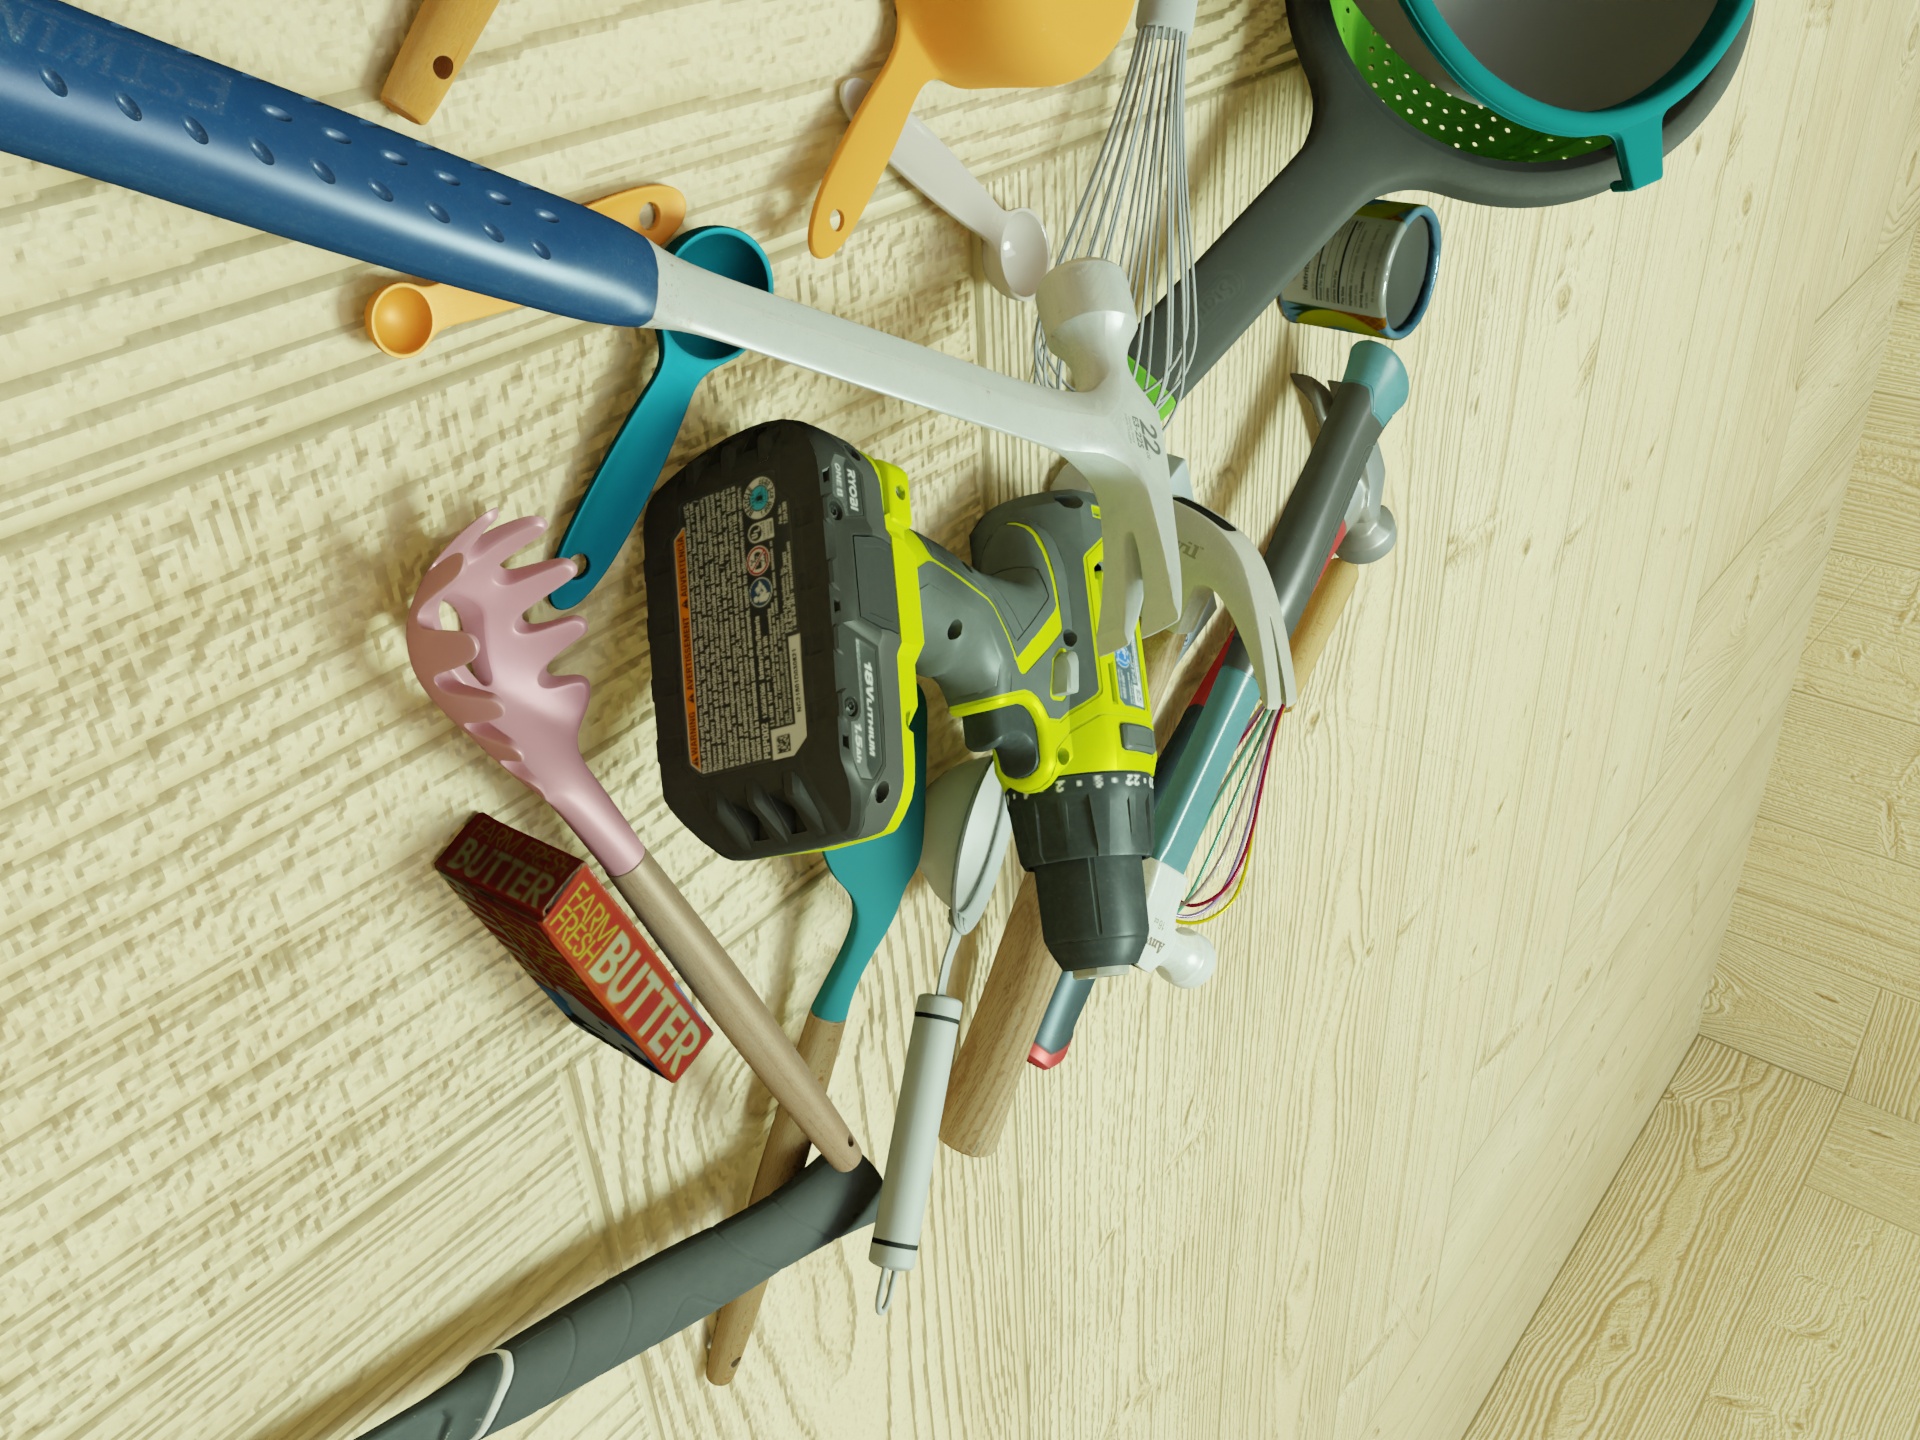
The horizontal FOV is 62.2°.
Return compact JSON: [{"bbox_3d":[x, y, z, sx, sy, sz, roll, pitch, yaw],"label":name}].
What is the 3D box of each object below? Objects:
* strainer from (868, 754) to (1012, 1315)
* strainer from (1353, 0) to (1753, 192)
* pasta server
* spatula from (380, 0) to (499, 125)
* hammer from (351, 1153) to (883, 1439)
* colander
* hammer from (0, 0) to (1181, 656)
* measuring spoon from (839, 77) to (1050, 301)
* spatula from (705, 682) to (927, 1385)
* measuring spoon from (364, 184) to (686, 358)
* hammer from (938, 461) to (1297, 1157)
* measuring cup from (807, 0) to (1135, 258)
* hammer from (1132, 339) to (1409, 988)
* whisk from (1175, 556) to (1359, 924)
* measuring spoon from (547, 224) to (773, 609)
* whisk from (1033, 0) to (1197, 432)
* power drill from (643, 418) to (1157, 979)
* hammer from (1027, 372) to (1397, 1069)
[{"bbox_3d":[-0.010,0.111,0.659,0.086,0.050,0.258,59,40,-69],"label":"strainer"},{"bbox_3d":[0.159,-0.353,0.596,0.340,0.095,0.211,21,88,-26],"label":"strainer"},{"bbox_3d":[-0.092,0.063,0.529,0.060,0.040,0.315,-77,151,-44],"label":"pasta server"},{"bbox_3d":[-0.073,-0.299,0.406,0.081,0.041,0.322,29,88,-56],"label":"spatula"},{"bbox_3d":[-0.175,0.238,0.526,0.409,0.036,0.149,-17,123,-45],"label":"hammer"},{"bbox_3d":[0.188,-0.264,0.725,0.397,0.204,0.094,-47,179,-3],"label":"colander"},{"bbox_3d":[-0.074,-0.108,0.420,0.405,0.035,0.144,7,65,-45],"label":"hammer"},{"bbox_3d":[-0.007,-0.190,0.570,0.124,0.018,0.034,27,74,-50],"label":"measuring spoon"},{"bbox_3d":[-0.068,0.138,0.658,0.082,0.044,0.317,-5,117,-55],"label":"spatula"},{"bbox_3d":[-0.120,-0.129,0.447,0.117,0.011,0.021,-41,137,-40],"label":"measuring spoon"},{"bbox_3d":[0.052,0.059,0.719,0.031,0.130,0.331,-12,126,-54],"label":"hammer"},{"bbox_3d":[0.006,-0.220,0.519,0.095,0.052,0.174,45,64,-52],"label":"measuring cup"},{"bbox_3d":[0.146,-0.033,0.789,0.128,0.033,0.331,31,81,-48],"label":"hammer"},{"bbox_3d":[0.174,0.010,0.908,0.245,0.047,0.051,-60,145,-18],"label":"whisk"},{"bbox_3d":[-0.100,-0.094,0.492,0.042,0.021,0.128,21,100,-51],"label":"measuring spoon"},{"bbox_3d":[0.075,-0.241,0.615,0.070,0.070,0.284,-5,107,-54],"label":"whisk"},{"bbox_3d":[-0.001,-0.002,0.570,0.228,0.080,0.191,11,70,-54],"label":"power drill"},{"bbox_3d":[0.121,0.002,0.832,0.386,0.038,0.143,-58,144,-16],"label":"hammer"}]
